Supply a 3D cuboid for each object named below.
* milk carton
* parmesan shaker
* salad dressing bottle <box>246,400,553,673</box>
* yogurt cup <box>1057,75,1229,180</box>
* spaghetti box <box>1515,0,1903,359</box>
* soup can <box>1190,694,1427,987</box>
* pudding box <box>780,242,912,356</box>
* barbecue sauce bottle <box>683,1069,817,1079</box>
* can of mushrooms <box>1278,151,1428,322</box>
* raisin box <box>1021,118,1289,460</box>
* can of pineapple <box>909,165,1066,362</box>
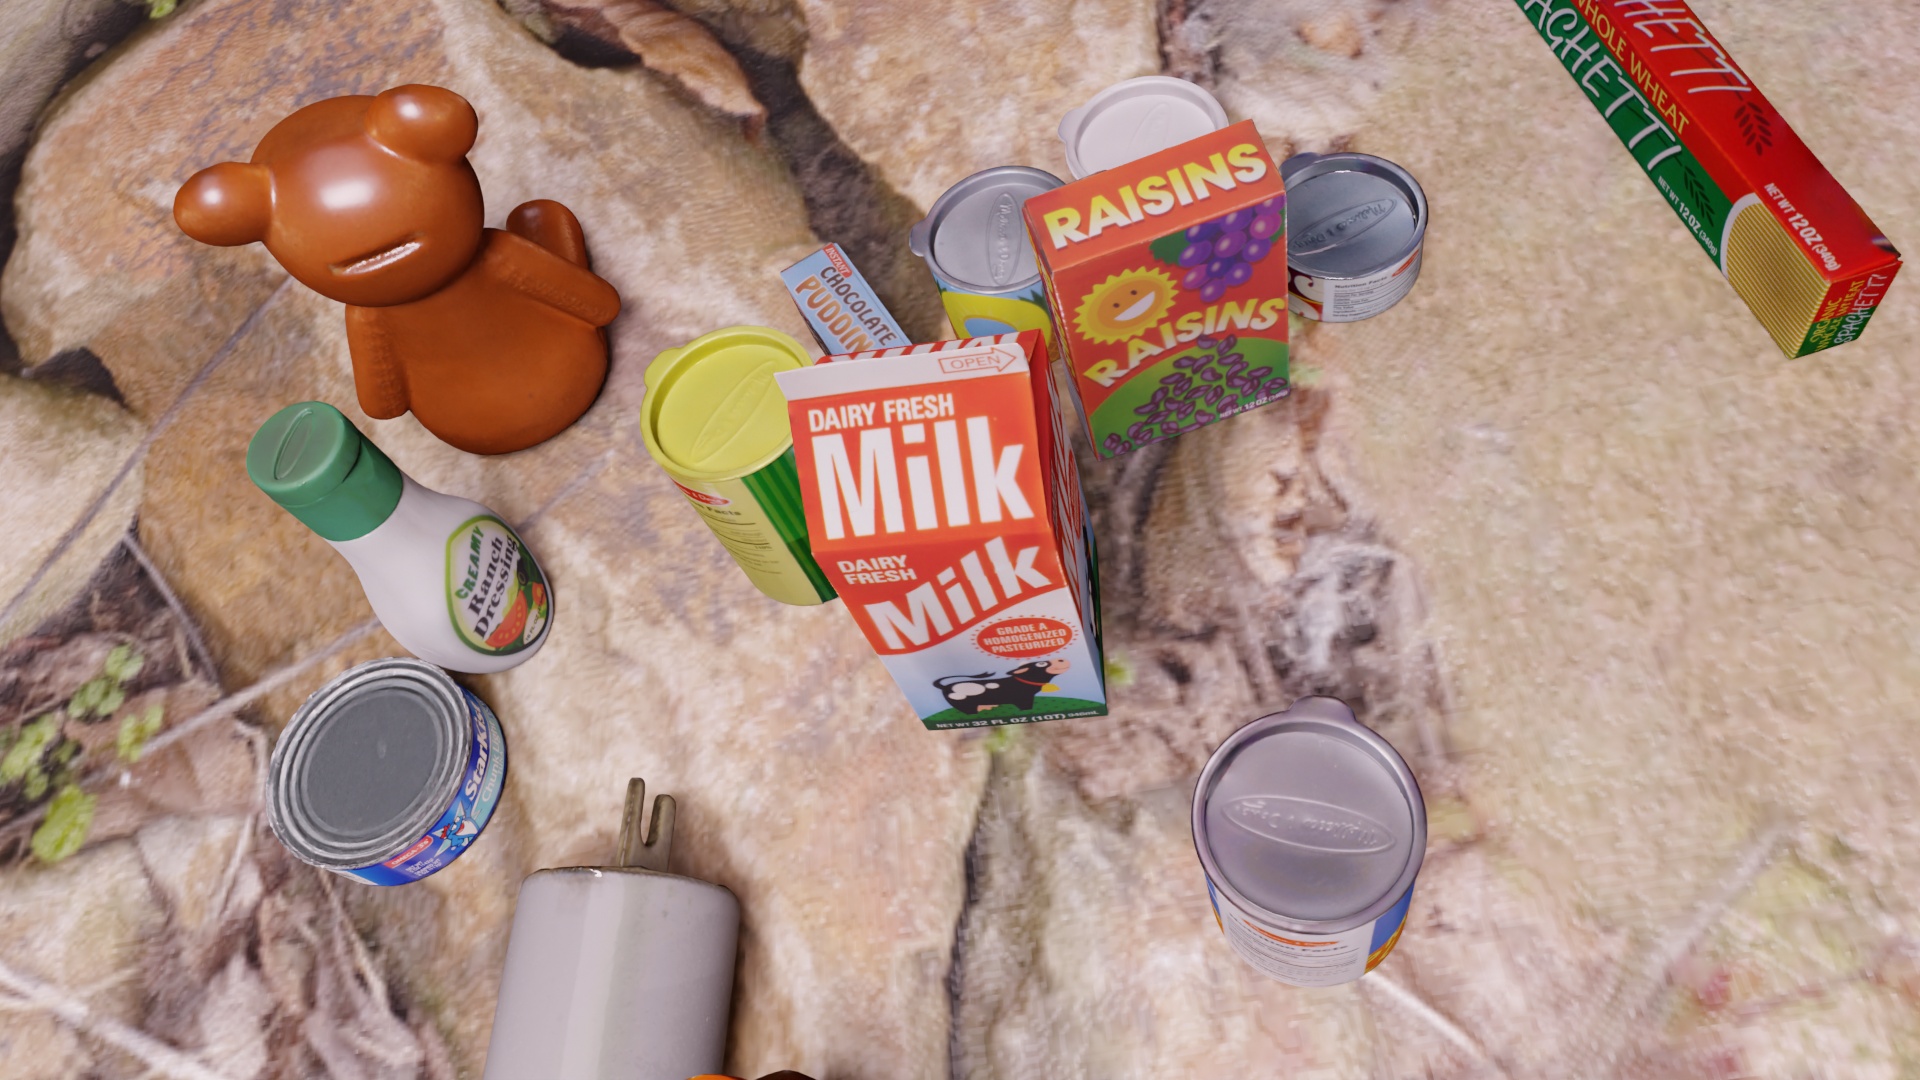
[{"bbox_3d":[0.002,-0.006,0.455,0.072,0.189,0.074,-7,61,11],"label":"milk carton"},{"bbox_3d":[-0.074,-0.027,0.536,0.071,0.102,0.071,-6,61,11],"label":"parmesan shaker"},{"bbox_3d":[-0.208,0.002,0.527,0.044,0.147,0.064,3,63,16],"label":"salad dressing bottle"},{"bbox_3d":[0.082,-0.156,0.597,0.072,0.053,0.073,-6,61,11],"label":"yogurt cup"},{"bbox_3d":[0.286,-0.183,0.564,0.029,0.050,0.251,-20,59,3],"label":"spaghetti box"},{"bbox_3d":[0.109,0.096,0.435,0.071,0.083,0.071,-6,61,11],"label":"soup can"},{"bbox_3d":[-0.040,-0.081,0.588,0.030,0.049,0.084,-32,59,-4],"label":"pudding box"},{"bbox_3d":[-0.045,0.178,0.390,0.044,0.148,0.065,-43,61,-11],"label":"barbecue sauce bottle"},{"bbox_3d":[0.156,-0.127,0.575,0.071,0.033,0.071,-6,61,11],"label":"can of mushrooms"},{"bbox_3d":[0.078,-0.089,0.521,0.086,0.123,0.040,-19,59,4],"label":"raisin box"},{"bbox_3d":[0.020,-0.114,0.587,0.071,0.057,0.071,-6,61,11],"label":"can of pineapple"}]
